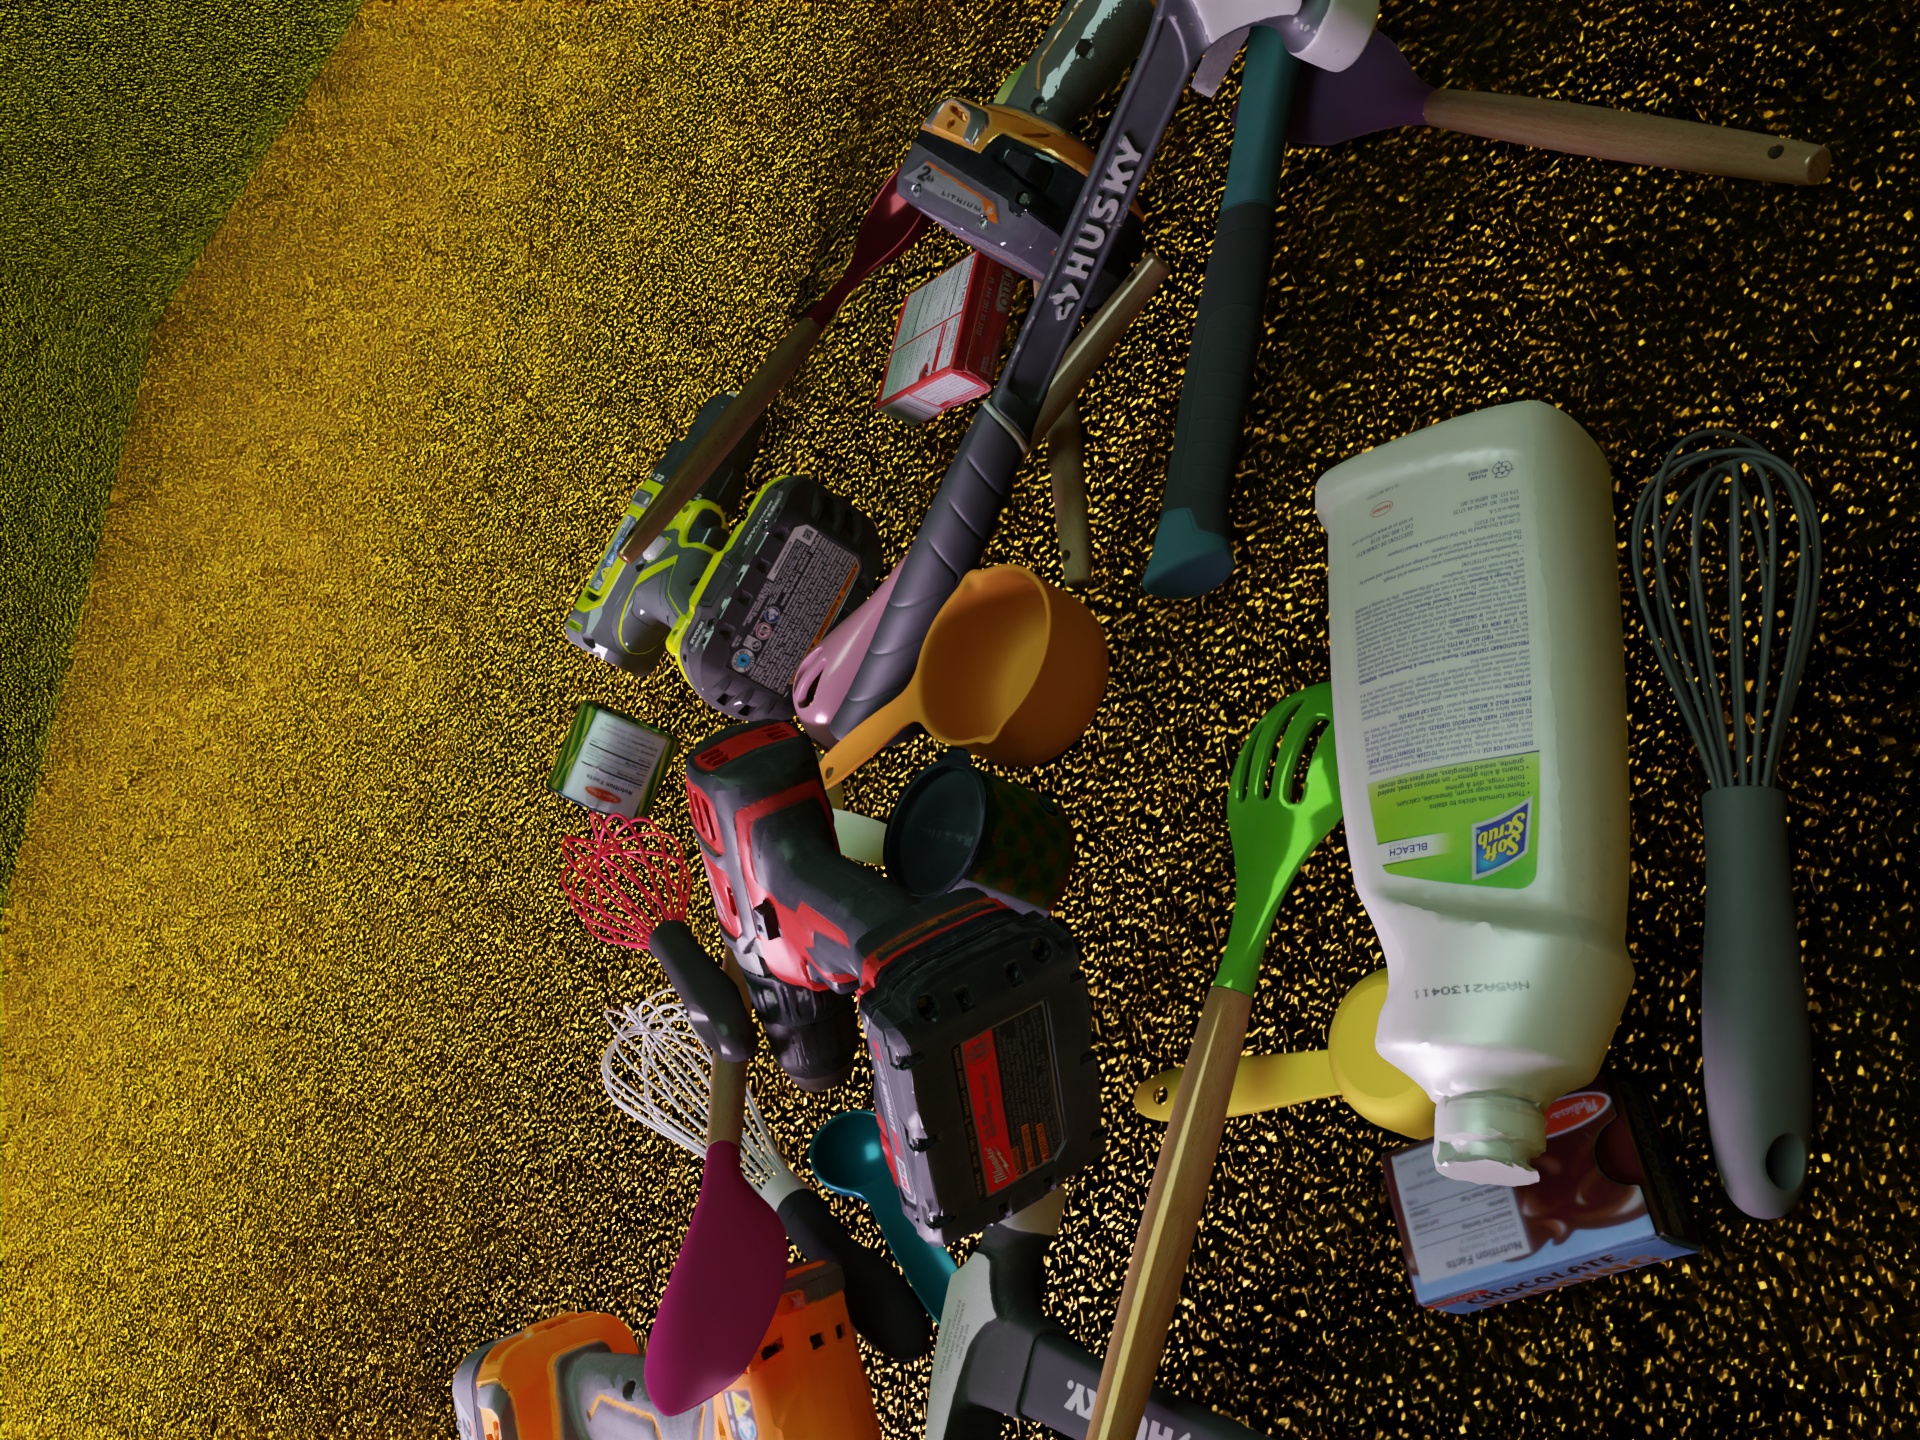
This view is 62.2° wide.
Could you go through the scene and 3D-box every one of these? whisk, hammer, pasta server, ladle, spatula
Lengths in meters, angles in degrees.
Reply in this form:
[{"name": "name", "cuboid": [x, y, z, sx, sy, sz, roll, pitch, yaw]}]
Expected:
[{"name": "whisk", "cuboid": [0.231, 0.024, 0.473, 0.055, 0.055, 0.239, -13, 65, 46]}, {"name": "hammer", "cuboid": [0.024, -0.150, 0.712, 0.036, 0.149, 0.408, -105, 35, -52]}, {"name": "hammer", "cuboid": [0.105, 0.255, 0.510, 0.335, 0.035, 0.146, 2, 72, 50]}, {"name": "whisk", "cuboid": [-0.157, 0.110, 0.839, 0.073, 0.073, 0.296, -65, 28, 2]}, {"name": "hammer", "cuboid": [0.128, -0.215, 0.715, 0.128, 0.033, 0.331, -4, 71, 55]}, {"name": "pasta server", "cuboid": [0.003, -0.099, 0.792, 0.316, 0.040, 0.060, -49, 42, 27]}, {"name": "whisk", "cuboid": [-0.100, 0.212, 0.763, 0.285, 0.070, 0.070, 32, 96, 48]}, {"name": "ladle", "cuboid": [-0.103, -0.216, 0.942, 0.315, 0.031, 0.069, -54, 33, -14]}, {"name": "ladle", "cuboid": [0.055, -0.210, 0.816, 0.078, 0.062, 0.320, -27, 59, 45]}, {"name": "spatula", "cuboid": [0.216, -0.252, 0.656, 0.060, 0.018, 0.316, -61, 37, 11]}]

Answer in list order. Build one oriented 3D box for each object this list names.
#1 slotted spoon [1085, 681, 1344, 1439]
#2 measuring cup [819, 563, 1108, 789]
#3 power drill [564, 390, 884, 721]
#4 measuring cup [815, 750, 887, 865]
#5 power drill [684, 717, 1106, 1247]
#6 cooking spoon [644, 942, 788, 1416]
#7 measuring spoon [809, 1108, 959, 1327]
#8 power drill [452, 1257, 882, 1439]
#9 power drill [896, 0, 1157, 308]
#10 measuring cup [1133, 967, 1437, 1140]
[{"name": "slotted spoon", "cuboid": [0.091, 0.122, 0.567, 0.070, 0.031, 0.314, -7, 60, 55]}, {"name": "measuring cup", "cuboid": [-0.001, -0.002, 0.758, 0.173, 0.052, 0.095, -36, 47, 36]}, {"name": "power drill", "cuboid": [-0.143, -0.103, 0.958, 0.229, 0.080, 0.190, 26, 87, 54]}, {"name": "measuring cup", "cuboid": [-0.066, 0.055, 0.816, 0.168, 0.038, 0.083, 13, 81, 50]}, {"name": "power drill", "cuboid": [-0.038, 0.117, 0.662, 0.227, 0.080, 0.187, 33, 139, 51]}, {"name": "cooking spoon", "cuboid": [-0.107, 0.180, 0.726, 0.069, 0.017, 0.319, -33, 24, 10]}, {"name": "measuring spoon", "cuboid": [-0.025, 0.224, 0.694, 0.042, 0.021, 0.129, -26, 46, -18]}, {"name": "power drill", "cuboid": [-0.120, 0.331, 0.690, 0.226, 0.084, 0.164, -24, 75, 37]}, {"name": "power drill", "cuboid": [0.086, -0.307, 0.720, 0.186, 0.084, 0.226, 42, 105, 45]}, {"name": "measuring cup", "cuboid": [0.116, 0.124, 0.567, 0.156, 0.029, 0.062, -22, 56, 40]}]
